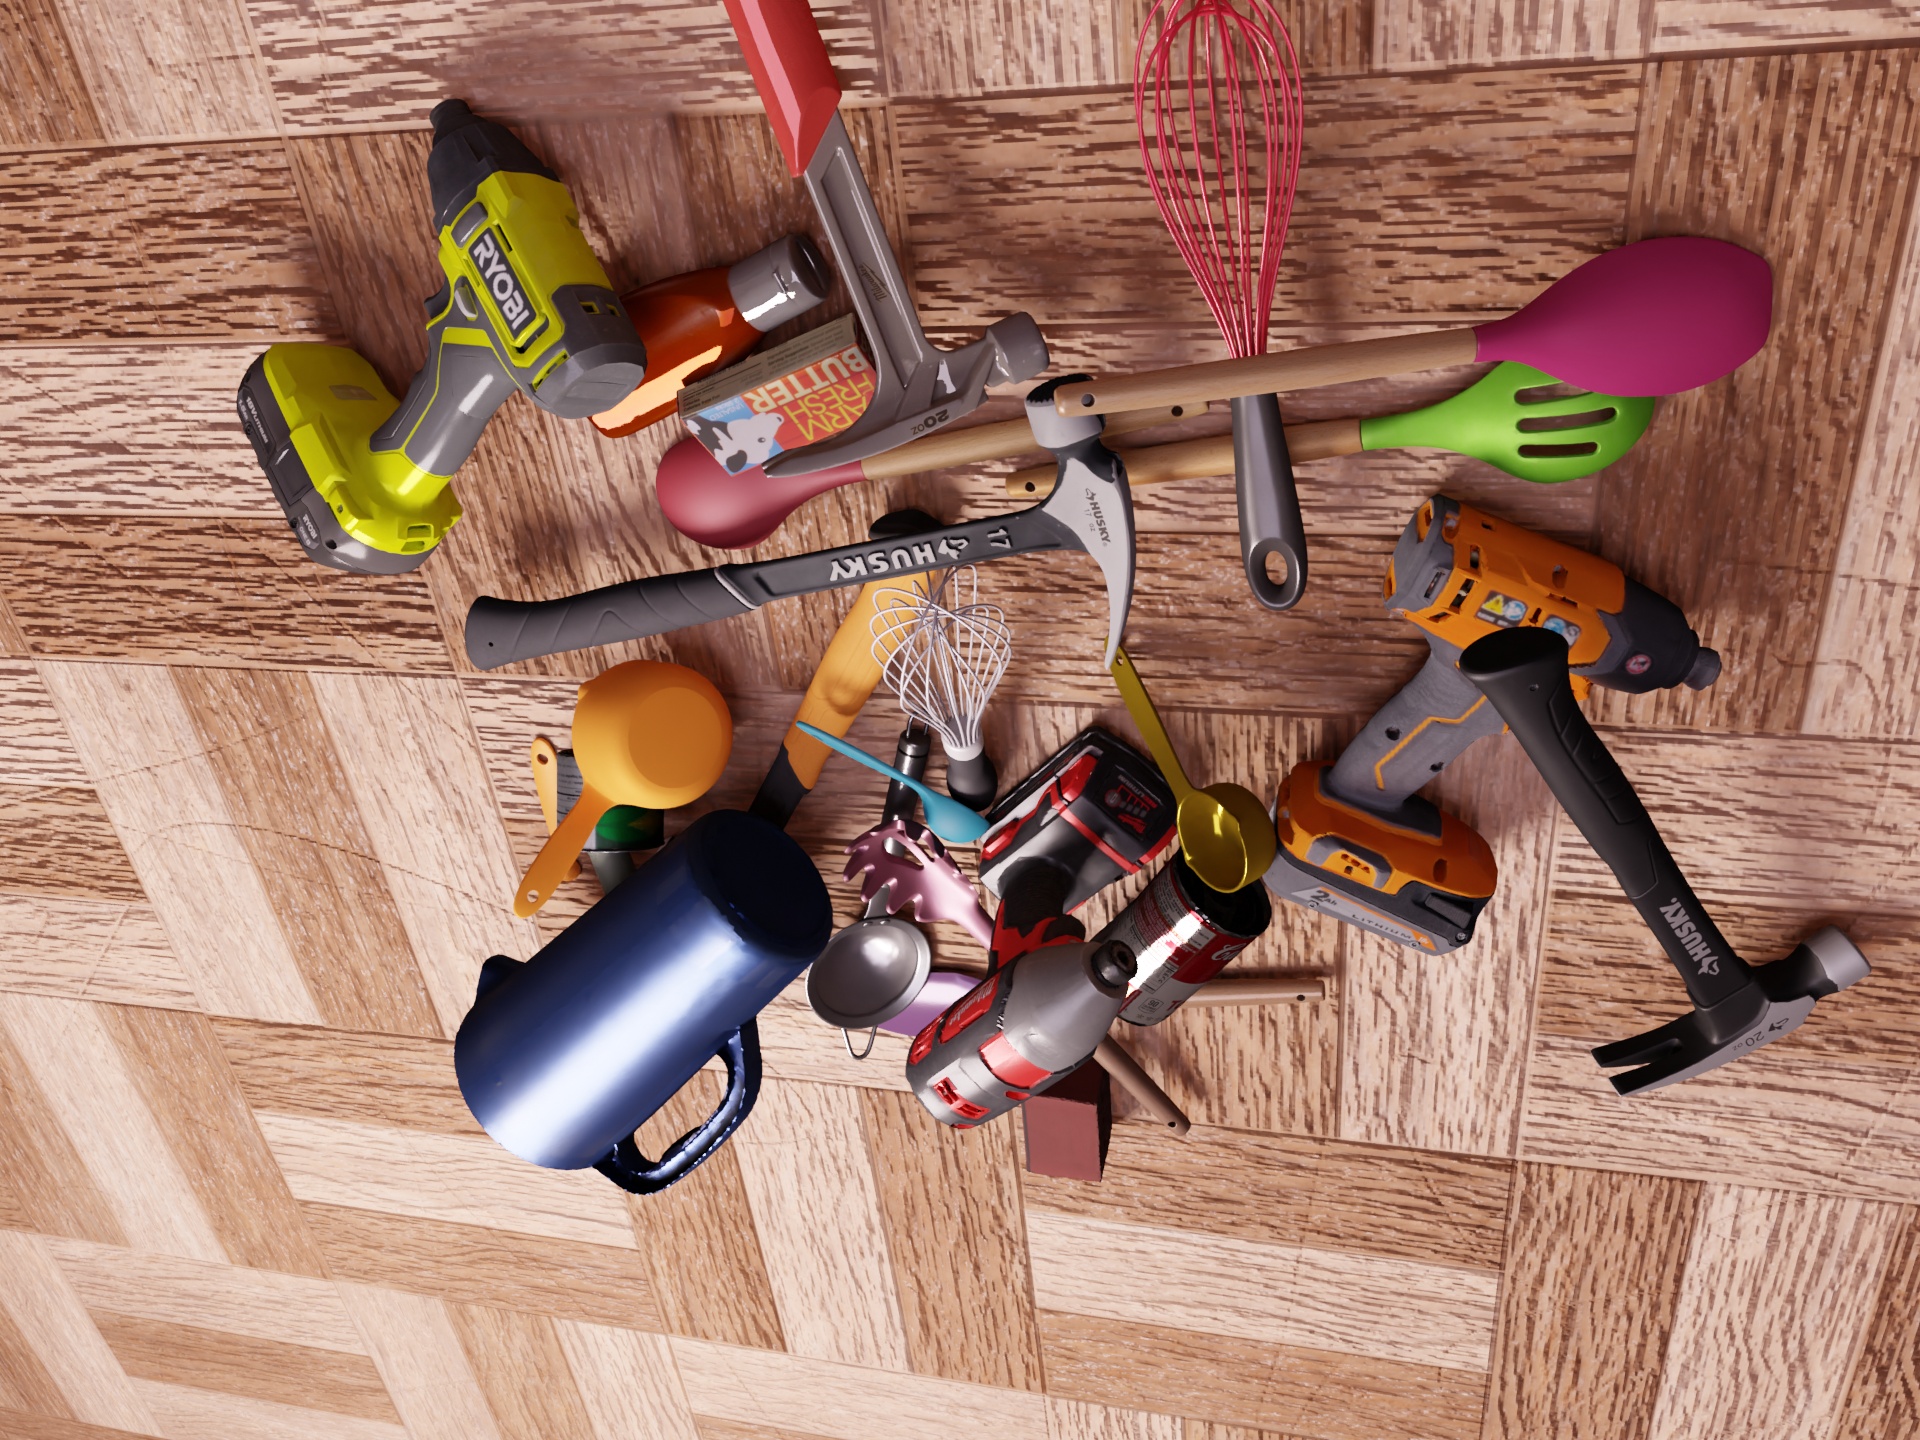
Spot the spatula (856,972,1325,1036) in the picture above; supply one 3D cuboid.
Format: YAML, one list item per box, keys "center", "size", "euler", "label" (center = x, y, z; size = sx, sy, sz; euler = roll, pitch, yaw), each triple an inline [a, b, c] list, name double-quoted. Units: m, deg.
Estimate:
- center: [0.075, 0.180, 1.024]
  size: [0.316, 0.018, 0.059]
  euler: [-6, 122, 22]
  label: "spatula"

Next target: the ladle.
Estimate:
- center: [-0.025, -0.138, 0.836]
  size: [0.315, 0.031, 0.069]
  euler: [-8, 121, 19]
  label: "ladle"

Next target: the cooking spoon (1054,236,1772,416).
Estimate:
- center: [0.200, -0.161, 0.700]
  size: [0.319, 0.017, 0.068]
  euler: [-8, 109, 1]
  label: "cooking spoon"

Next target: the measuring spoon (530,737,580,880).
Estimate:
- center: [-0.270, 0.062, 1.052]
  size: [0.021, 0.011, 0.116]
  euler: [7, 125, 12]
  label: "measuring spoon"

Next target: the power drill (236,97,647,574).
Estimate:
- center: [-0.275, -0.193, 0.826]
  size: [0.223, 0.080, 0.171]
  euler: [-35, 79, 30]
  label: "power drill"

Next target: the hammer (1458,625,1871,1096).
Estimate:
- center: [0.333, 0.072, 0.794]
  size: [0.146, 0.035, 0.334]
  euler: [-36, 122, 13]
  label: "hammer"

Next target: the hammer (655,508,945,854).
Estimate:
- center: [-0.081, 0.015, 0.950]
  size: [0.127, 0.034, 0.336]
  euler: [29, 126, -3]
  label: "hammer"

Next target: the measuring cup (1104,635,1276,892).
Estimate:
- center: [0.123, 0.018, 0.859]
  size: [0.157, 0.029, 0.062]
  euler: [64, 153, 18]
  label: "measuring cup"

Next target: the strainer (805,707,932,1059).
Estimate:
- center: [-0.048, 0.101, 0.995]
  size: [0.086, 0.050, 0.258]
  euler: [-2, 123, -25]
  label: "strainer"

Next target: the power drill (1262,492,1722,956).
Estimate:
- center: [0.266, 0.011, 0.816]
  size: [0.164, 0.084, 0.226]
  euler: [21, 123, 0]
  label: "power drill"

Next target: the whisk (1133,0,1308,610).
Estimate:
- center: [0.130, -0.183, 0.725]
  size: [0.073, 0.073, 0.295]
  euler: [-3, 119, 19]
  label: "whisk"

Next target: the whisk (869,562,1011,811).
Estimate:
- center: [-0.001, -0.004, 0.828]
  size: [0.070, 0.070, 0.284]
  euler: [12, 161, 9]
  label: "whisk"

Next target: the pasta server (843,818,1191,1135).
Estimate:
- center: [0.045, 0.166, 0.986]
  size: [0.060, 0.040, 0.316]
  euler: [-32, 113, 27]
  label: "pasta server"

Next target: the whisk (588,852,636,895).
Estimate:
- center: [-0.219, 0.128, 1.065]
  size: [0.058, 0.059, 0.246]
  euler: [-22, 117, -13]
  label: "whisk"

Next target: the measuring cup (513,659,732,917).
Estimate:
- center: [-0.198, 0.042, 0.919]
  size: [0.095, 0.174, 0.052]
  euler: [42, 158, -29]
  label: "measuring cup"

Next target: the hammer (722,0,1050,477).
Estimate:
- center: [-0.087, -0.294, 0.710]
  size: [0.149, 0.037, 0.358]
  euler: [-24, 111, -3]
  label: "hammer"

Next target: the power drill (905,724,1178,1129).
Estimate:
- center: [0.053, 0.107, 0.855]
  size: [0.078, 0.220, 0.143]
  euler: [40, 125, -12]
  label: "power drill"

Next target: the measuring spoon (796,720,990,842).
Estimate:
- center: [-0.042, 0.039, 0.914]
  size: [0.128, 0.021, 0.042]
  euler: [30, 169, -13]
  label: "measuring spoon"

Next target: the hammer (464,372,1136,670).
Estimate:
- center: [-0.100, -0.072, 0.858]
  size: [0.409, 0.036, 0.149]
  euler: [-9, 120, 23]
  label: "hammer"

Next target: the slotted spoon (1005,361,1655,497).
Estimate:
- center: [0.171, -0.134, 0.779]
  size: [0.314, 0.031, 0.070]
  euler: [-5, 116, 21]
  label: "slotted spoon"
